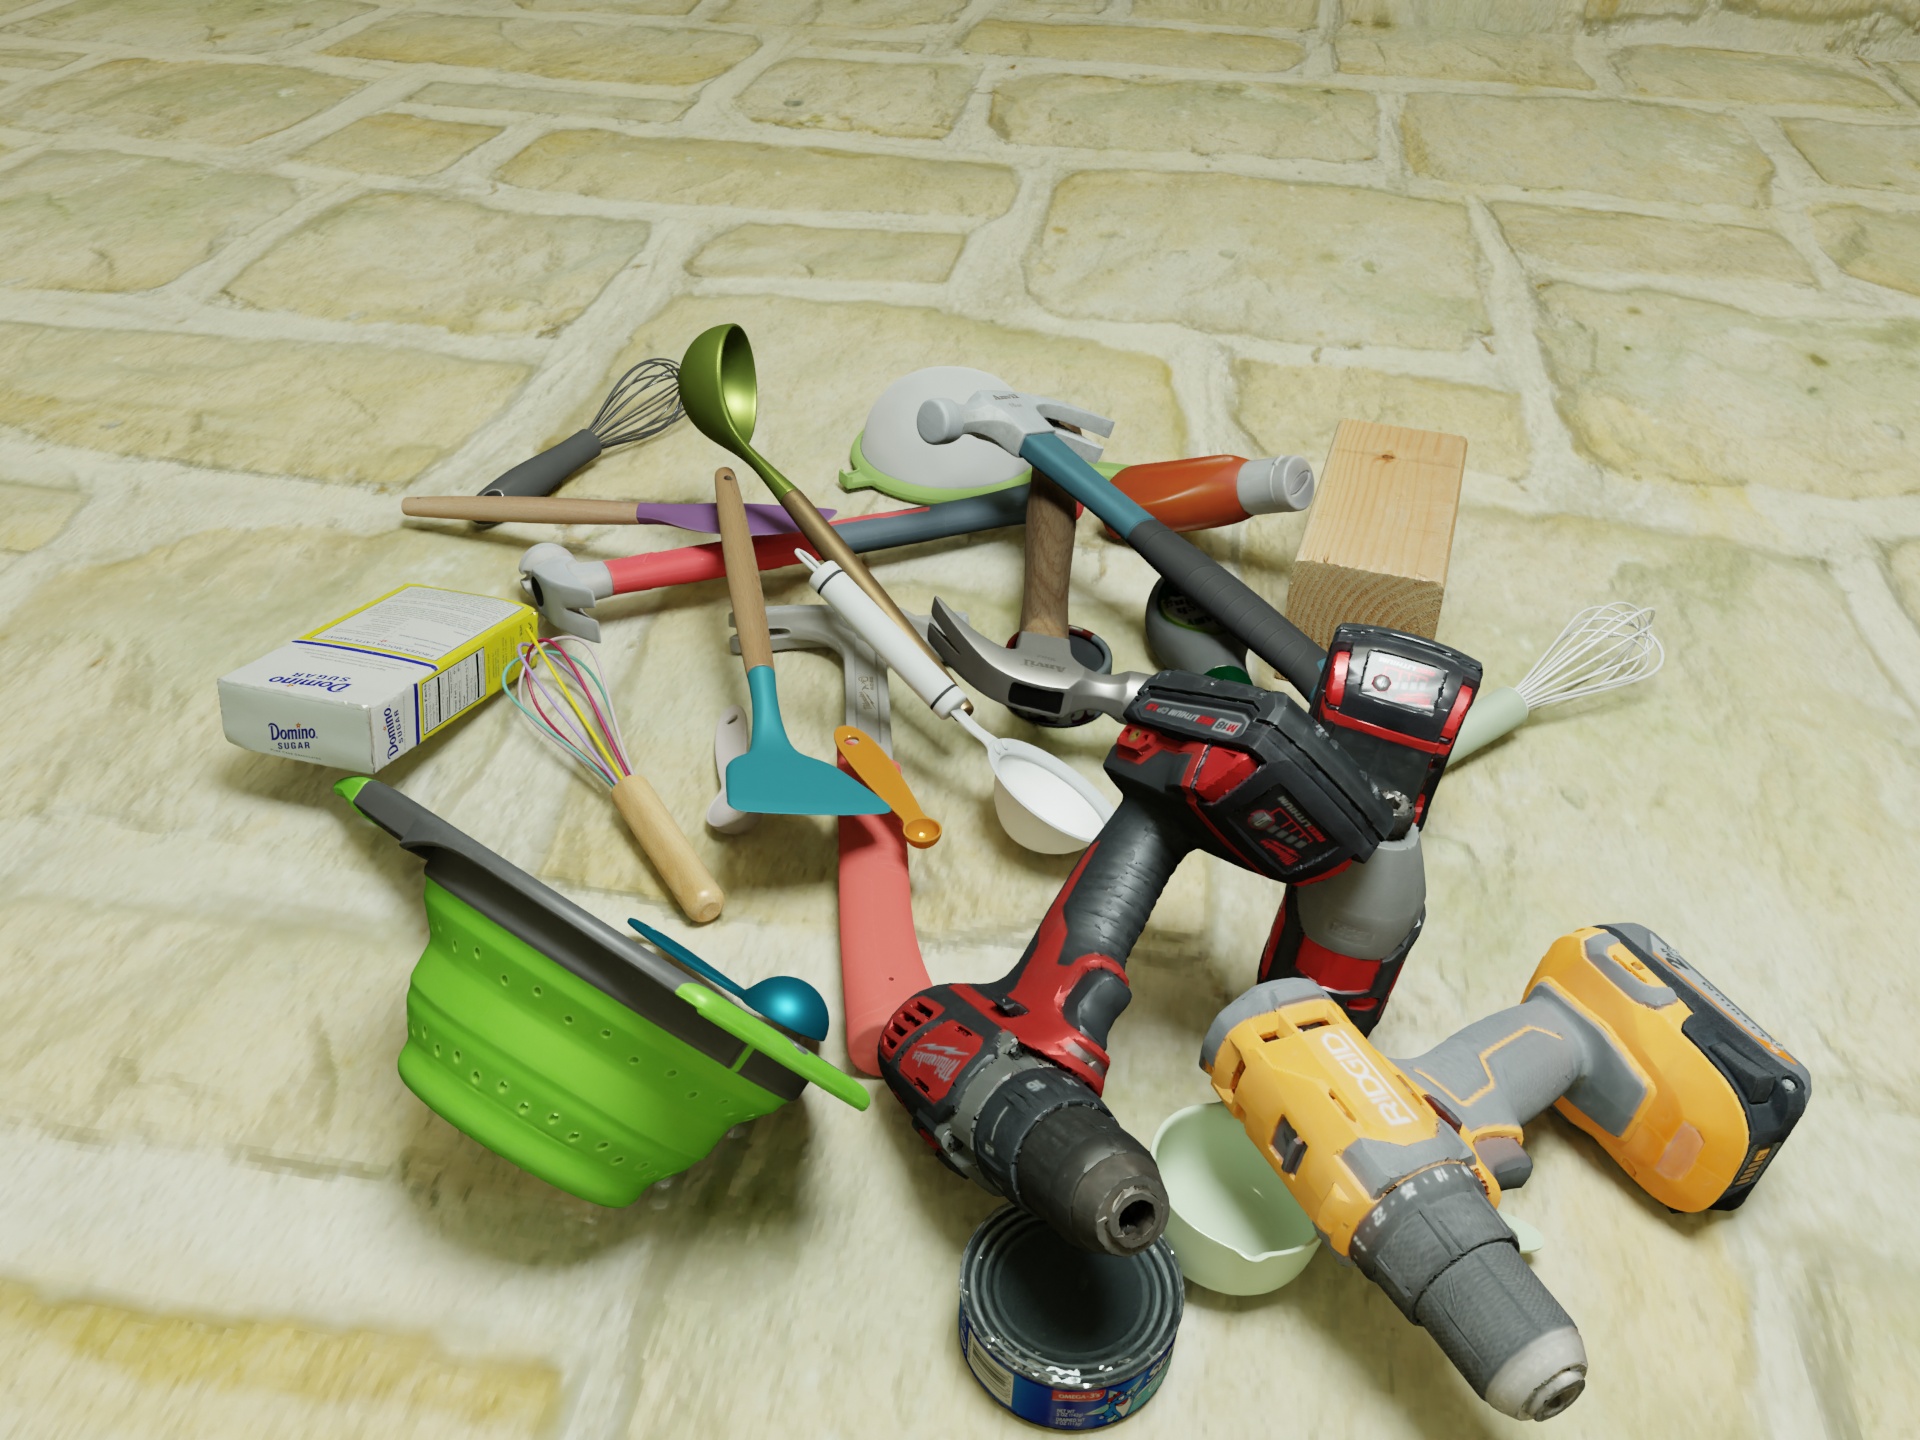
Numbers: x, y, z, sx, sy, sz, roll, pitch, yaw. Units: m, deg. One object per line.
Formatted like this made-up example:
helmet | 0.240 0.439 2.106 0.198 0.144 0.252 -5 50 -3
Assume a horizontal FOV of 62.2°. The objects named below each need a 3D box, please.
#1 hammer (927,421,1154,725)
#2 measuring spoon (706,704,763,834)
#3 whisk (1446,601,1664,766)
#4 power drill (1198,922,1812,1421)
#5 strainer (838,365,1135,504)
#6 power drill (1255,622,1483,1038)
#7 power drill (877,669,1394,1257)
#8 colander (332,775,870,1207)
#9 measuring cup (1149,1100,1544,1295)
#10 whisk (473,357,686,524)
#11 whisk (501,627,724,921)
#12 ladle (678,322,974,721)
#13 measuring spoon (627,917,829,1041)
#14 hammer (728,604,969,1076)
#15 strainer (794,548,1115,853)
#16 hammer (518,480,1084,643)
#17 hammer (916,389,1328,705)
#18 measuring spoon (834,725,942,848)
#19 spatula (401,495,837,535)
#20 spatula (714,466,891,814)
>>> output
hammer | 0.054 -0.110 1.005 0.130 0.031 0.332 10 36 -2
measuring spoon | -0.124 0.027 0.892 0.034 0.018 0.124 -26 31 7
whisk | 0.332 -0.012 0.945 0.246 0.059 0.058 -25 61 -25
power drill | 0.233 0.170 0.635 0.226 0.084 0.186 -6 36 -27
strainer | 0.043 -0.216 1.185 0.256 0.069 0.152 9 37 12
power drill | 0.196 0.049 0.772 0.078 0.143 0.220 17 36 10
power drill | 0.073 0.095 0.639 0.227 0.080 0.188 -51 23 -9
colander | -0.210 0.112 0.702 0.397 0.204 0.094 19 71 46
measuring cup | 0.153 0.206 0.650 0.167 0.038 0.083 13 33 -5
whisk | -0.277 -0.208 1.177 0.055 0.055 0.239 20 44 23
whisk | -0.191 0.023 0.865 0.051 0.047 0.245 -12 42 -33
ladle | -0.078 -0.123 0.955 0.062 0.078 0.320 -35 65 -7
measuring spoon | -0.110 0.113 0.748 0.129 0.042 0.021 24 83 33
hammer | -0.058 0.043 0.855 0.149 0.036 0.359 -1 36 -4
strainer | -0.001 -0.003 0.856 0.258 0.050 0.087 46 22 10
hammer | -0.082 -0.115 1.044 0.386 0.038 0.143 -13 21 -24
hammer | 0.120 -0.107 0.974 0.128 0.033 0.331 -16 50 -43
measuring spoon | -0.040 0.034 0.831 0.021 0.011 0.117 -15 35 -21
spatula | -0.234 -0.136 1.046 0.316 0.018 0.060 5 26 19
spatula | -0.111 -0.051 0.890 0.082 0.044 0.318 2 44 -20
